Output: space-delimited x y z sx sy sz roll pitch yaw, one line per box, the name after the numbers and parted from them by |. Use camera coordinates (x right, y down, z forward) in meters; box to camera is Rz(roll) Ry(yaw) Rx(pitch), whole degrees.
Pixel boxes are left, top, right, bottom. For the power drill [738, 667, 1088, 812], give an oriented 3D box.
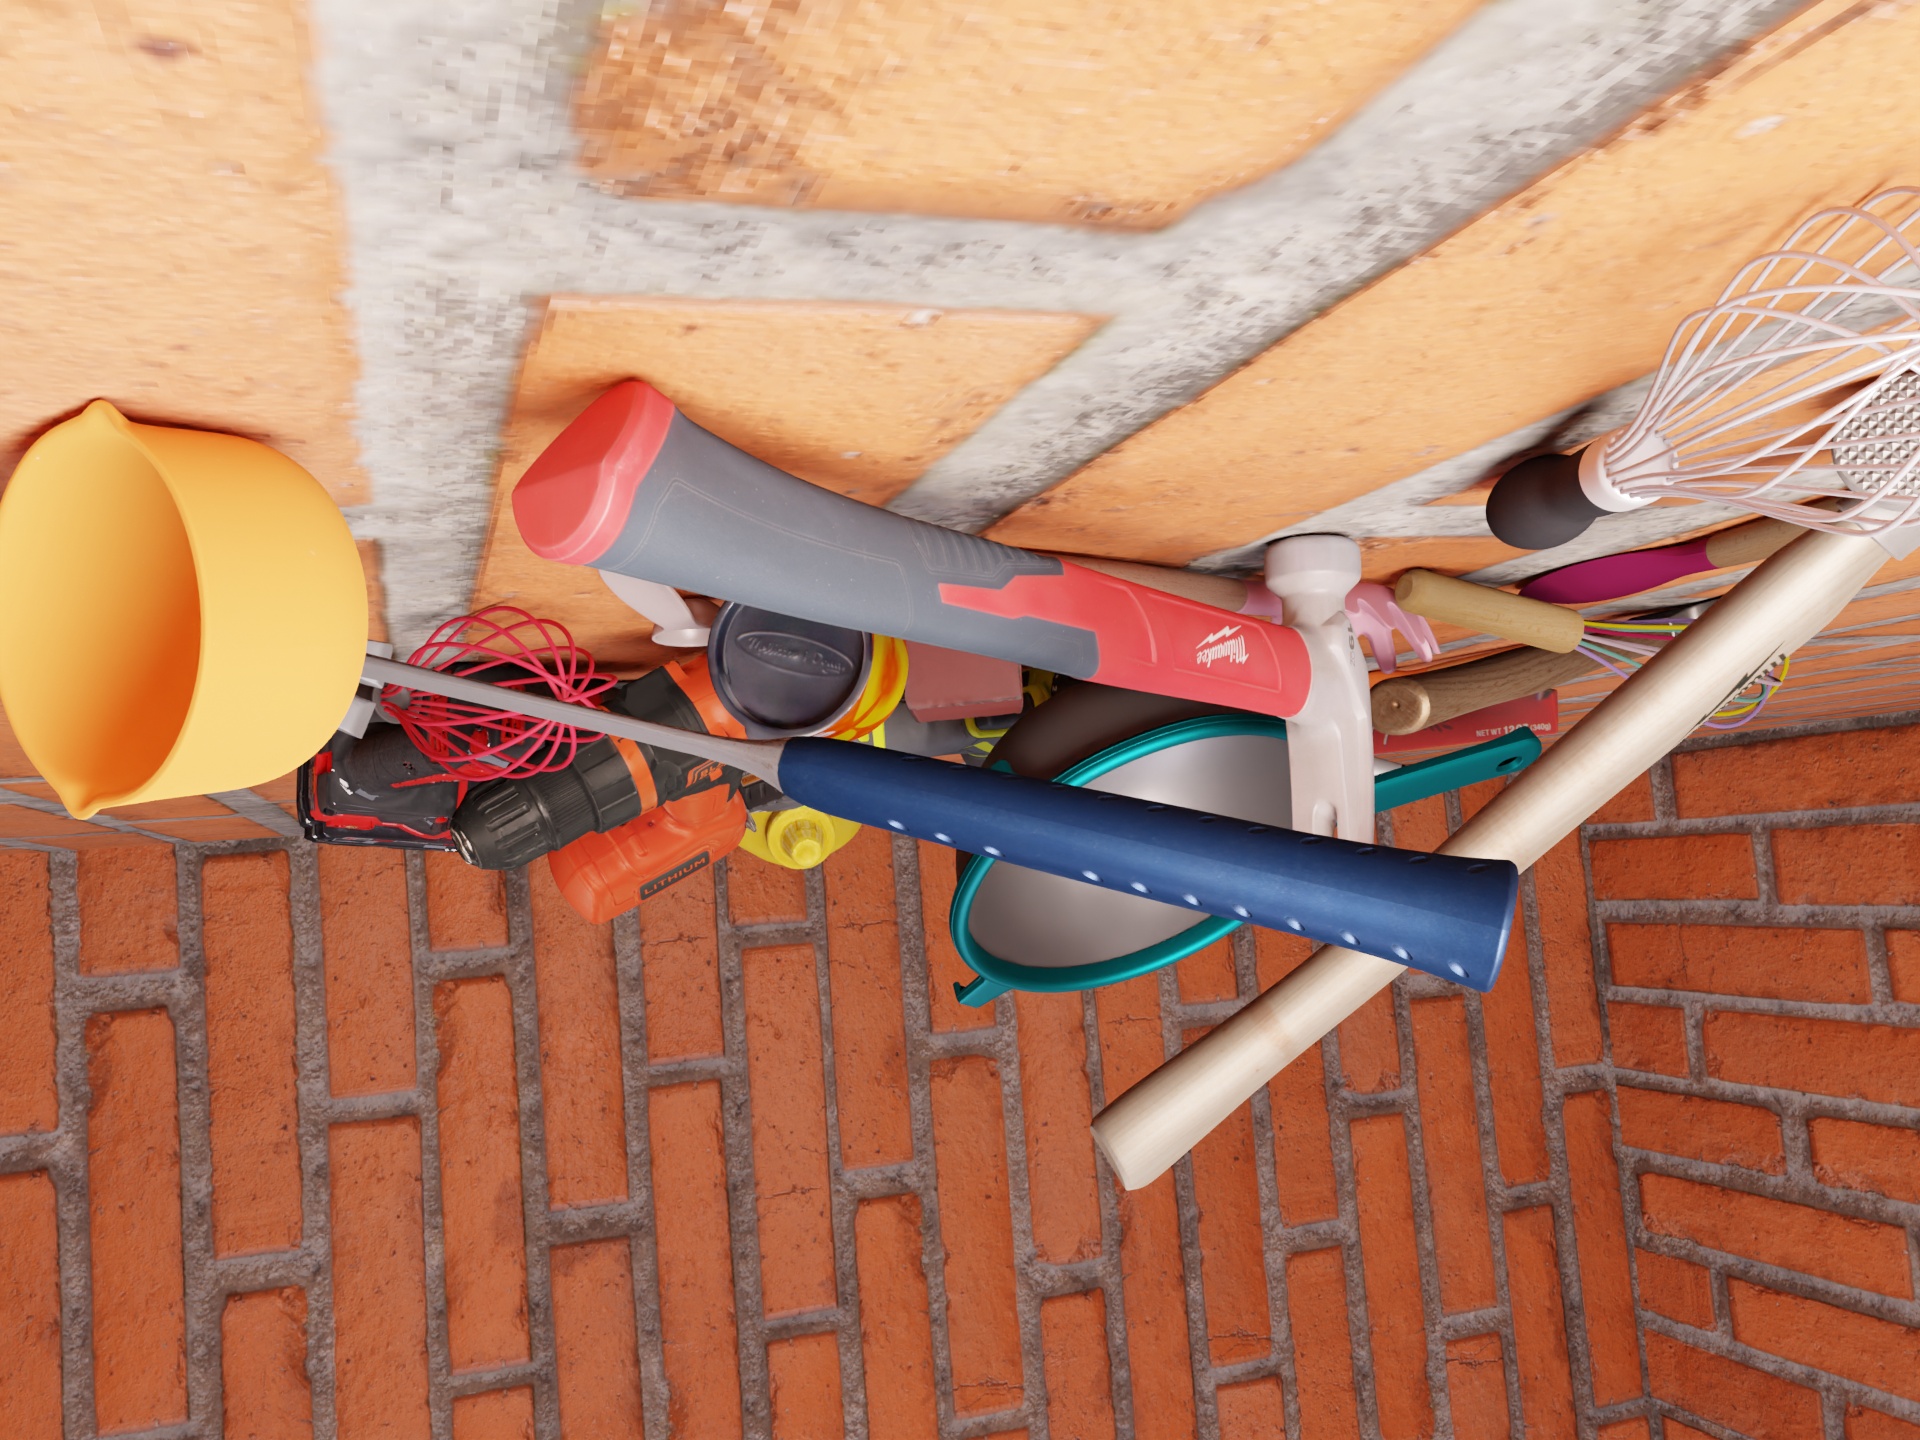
-0.001 -0.003 0.894 0.228 0.080 0.190 -4 172 -31 | power drill

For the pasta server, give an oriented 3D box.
0.101 -0.048 0.678 0.316 0.040 0.060 2 166 -42 | pasta server

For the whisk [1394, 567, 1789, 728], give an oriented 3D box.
0.313 -0.043 0.774 0.244 0.051 0.047 11 148 -24 | whisk

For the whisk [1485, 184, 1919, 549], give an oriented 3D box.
0.186 -0.070 0.412 0.070 0.070 0.284 -5 180 3 | whisk

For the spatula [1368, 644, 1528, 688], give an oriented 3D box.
0.360 -0.027 1.144 0.081 0.041 0.322 -1 173 -31 | spatula

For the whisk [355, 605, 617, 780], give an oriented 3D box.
-0.242 -0.010 0.705 0.073 0.073 0.296 0 180 -42 | whisk

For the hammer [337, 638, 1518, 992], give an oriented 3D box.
-0.056 0.011 0.452 0.405 0.035 0.144 12 170 14 | hammer

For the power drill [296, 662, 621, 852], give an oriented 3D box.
-0.264 0.020 0.886 0.220 0.079 0.143 -14 164 43 | power drill

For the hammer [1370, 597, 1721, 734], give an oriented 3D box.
0.324 -0.032 0.856 0.331 0.031 0.130 -12 179 -43 | hammer

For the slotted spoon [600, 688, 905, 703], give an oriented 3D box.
-0.090 -0.012 0.990 0.313 0.031 0.070 -4 172 -24 | slotted spoon

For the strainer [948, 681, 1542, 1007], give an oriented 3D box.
0.140 0.027 0.835 0.340 0.095 0.210 -14 141 -16 | strainer

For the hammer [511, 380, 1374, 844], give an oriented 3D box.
0.032 -0.017 0.494 0.038 0.143 0.386 -7 170 38 | hammer

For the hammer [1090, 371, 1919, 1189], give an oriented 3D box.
0.198 0.048 0.583 0.146 0.038 0.410 6 134 -50 | hammer

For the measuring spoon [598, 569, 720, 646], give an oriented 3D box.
-0.115 -0.050 0.614 0.034 0.018 0.124 -5 168 5 | measuring spoon

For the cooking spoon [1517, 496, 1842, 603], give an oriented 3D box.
0.339 -0.076 0.674 0.068 0.017 0.319 -4 176 -12 | cooking spoon

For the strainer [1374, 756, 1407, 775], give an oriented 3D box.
0.188 0.008 1.044 0.258 0.050 0.087 16 -170 16 | strainer

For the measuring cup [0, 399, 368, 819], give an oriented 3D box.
-0.217 -0.034 0.400 0.174 0.095 0.052 14 -169 32 | measuring cup
